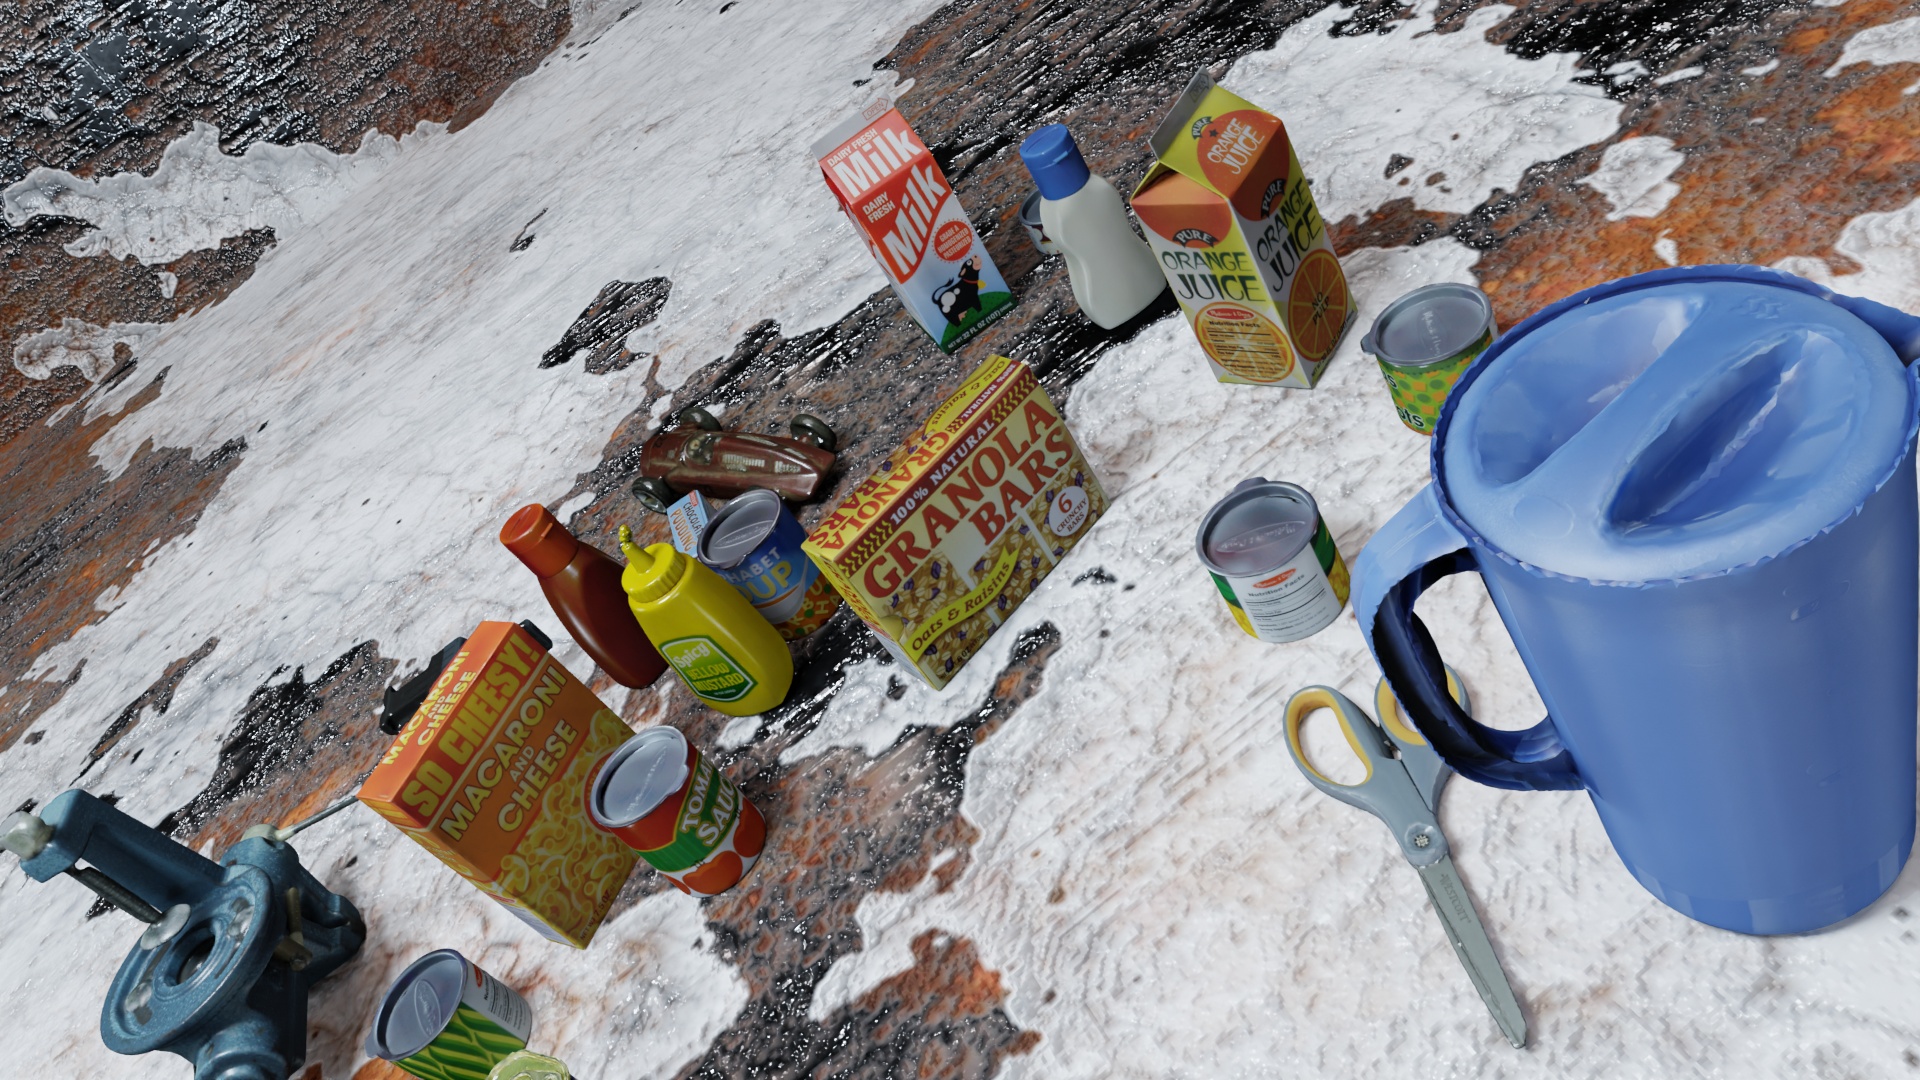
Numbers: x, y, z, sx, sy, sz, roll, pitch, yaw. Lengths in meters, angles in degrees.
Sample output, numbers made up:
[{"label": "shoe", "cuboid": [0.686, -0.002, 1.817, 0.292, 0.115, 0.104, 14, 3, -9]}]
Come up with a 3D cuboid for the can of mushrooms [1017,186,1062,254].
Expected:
[{"label": "can of mushrooms", "cuboid": [0.085, -0.265, 1.120, 0.071, 0.033, 0.071, -21, 39, 18]}]

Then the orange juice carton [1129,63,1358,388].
[{"label": "orange juice carton", "cuboid": [0.166, -0.185, 0.837, 0.073, 0.192, 0.072, 11, 57, 44]}]

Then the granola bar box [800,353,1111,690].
[{"label": "granola bar box", "cuboid": [0.003, -0.010, 0.830, 0.166, 0.123, 0.039, -47, 38, -14]}]

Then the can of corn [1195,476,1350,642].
[{"label": "can of corn", "cuboid": [0.166, 0.010, 0.737, 0.071, 0.058, 0.071, -21, 39, 18]}]

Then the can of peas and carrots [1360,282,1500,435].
[{"label": "can of peas and carrots", "cuboid": [0.267, -0.100, 0.778, 0.071, 0.058, 0.071, -21, 39, 18]}]

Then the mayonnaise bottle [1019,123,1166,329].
[{"label": "mayonnaise bottle", "cuboid": [0.090, -0.221, 0.973, 0.065, 0.147, 0.041, -38, 37, -3]}]

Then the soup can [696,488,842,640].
[{"label": "soup can", "cuboid": [-0.127, 0.019, 0.931, 0.071, 0.083, 0.072, -21, 39, 18]}]

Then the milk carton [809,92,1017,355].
[{"label": "milk carton", "cuboid": [-0.038, -0.243, 1.060, 0.072, 0.190, 0.074, -36, 37, -1]}]

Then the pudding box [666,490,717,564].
[{"label": "pudding box", "cuboid": [-0.186, 0.004, 1.021, 0.030, 0.049, 0.084, -34, 37, 2]}]

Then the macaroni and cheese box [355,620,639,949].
[{"label": "macaroni and cheese box", "cuboid": [-0.254, 0.146, 0.822, 0.040, 0.166, 0.124, -2, 48, 37]}]

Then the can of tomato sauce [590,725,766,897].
[{"label": "can of tomato sauce", "cuboid": [-0.161, 0.158, 0.806, 0.071, 0.083, 0.071, -21, 39, 18]}]

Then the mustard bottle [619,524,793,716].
[{"label": "mustard bottle", "cuboid": [-0.168, 0.048, 0.868, 0.065, 0.159, 0.049, -16, 41, 25]}]

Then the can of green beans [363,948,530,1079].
[{"label": "can of green beans", "cuboid": [-0.291, 0.278, 0.797, 0.071, 0.057, 0.071, -21, 39, 18]}]

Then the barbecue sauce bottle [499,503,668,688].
[{"label": "barbecue sauce bottle", "cuboid": [-0.255, 0.036, 0.958, 0.043, 0.148, 0.065, -3, 48, 36]}]
